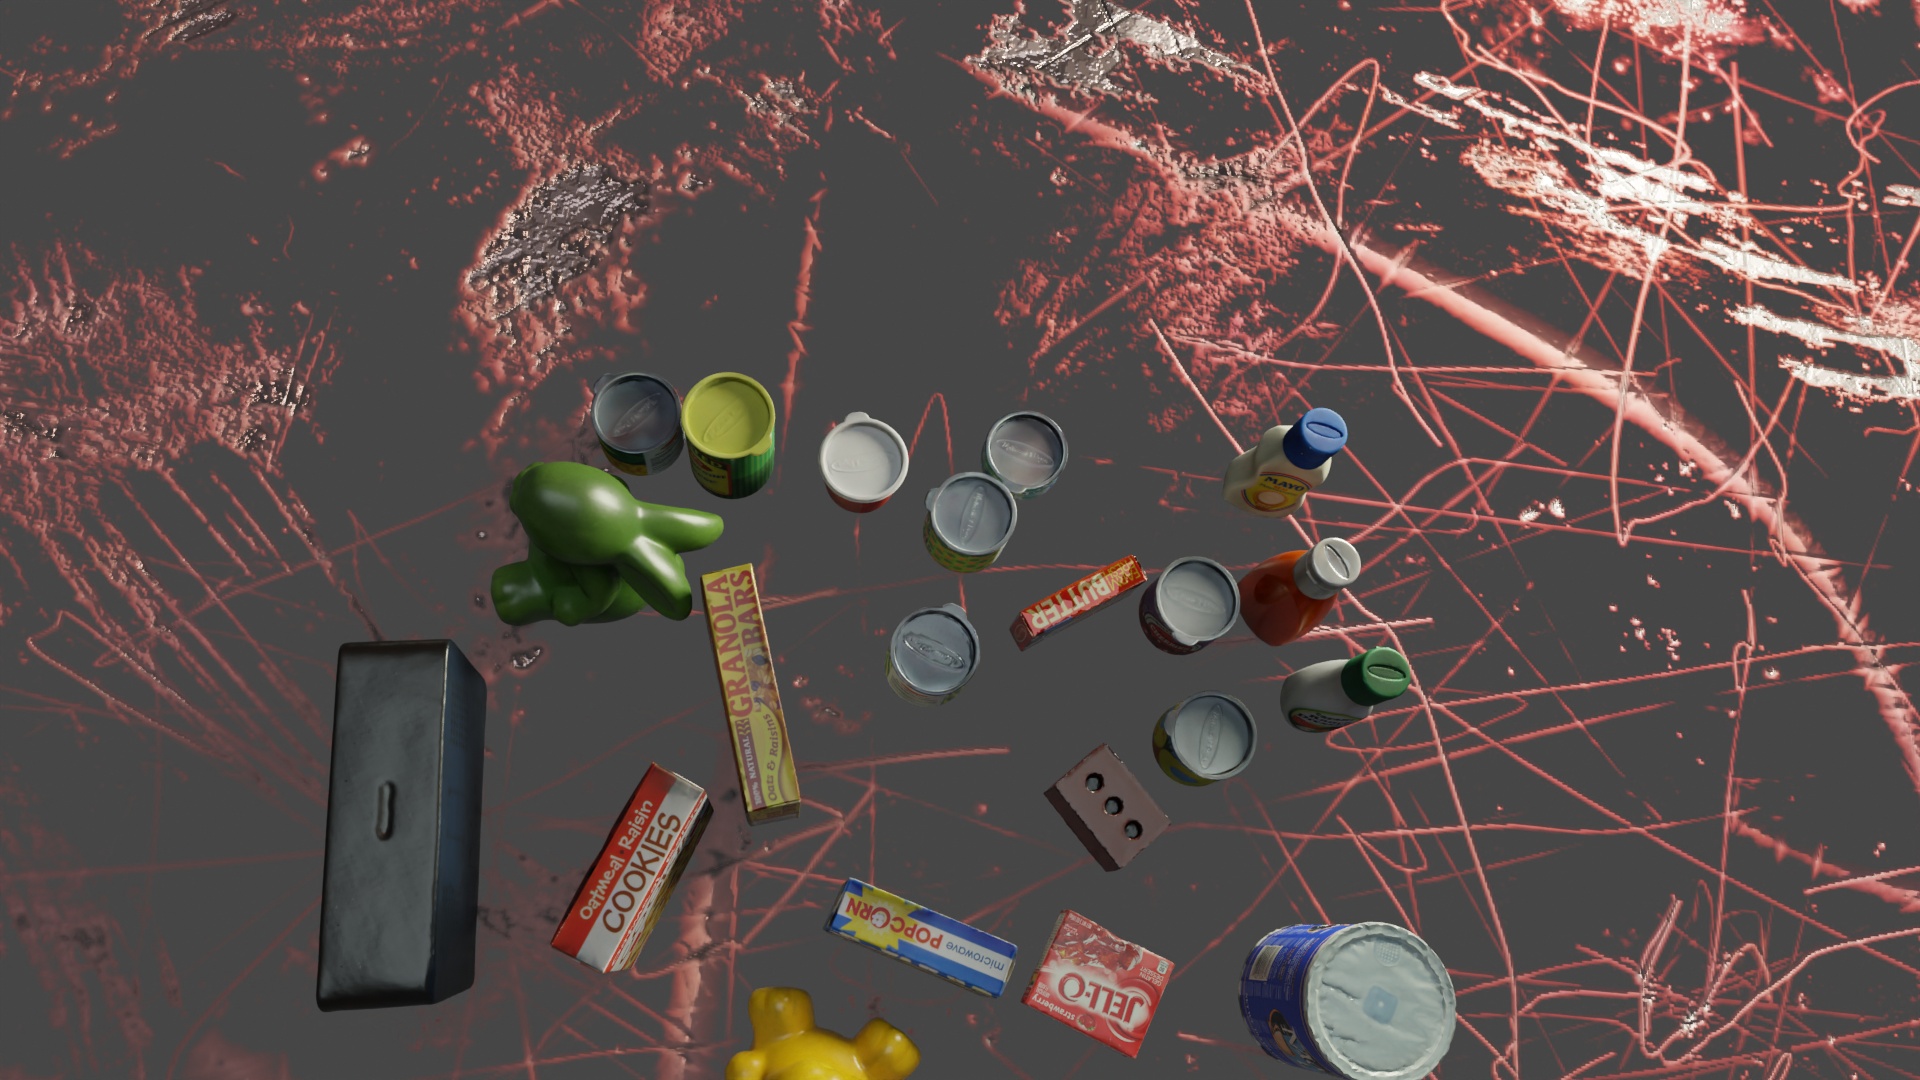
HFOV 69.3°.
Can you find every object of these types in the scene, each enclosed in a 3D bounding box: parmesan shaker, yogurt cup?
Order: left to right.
[{"bbox_3d":[-0.171,-0.074,1.041,0.071,0.102,0.071,2,74,-7],"label":"parmesan shaker"},{"bbox_3d":[-0.076,-0.054,1.074,0.072,0.053,0.072,2,73,-7],"label":"yogurt cup"}]

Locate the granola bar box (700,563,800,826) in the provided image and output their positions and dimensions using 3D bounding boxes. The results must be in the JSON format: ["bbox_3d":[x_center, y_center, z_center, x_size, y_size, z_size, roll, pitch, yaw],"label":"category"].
[{"bbox_3d":[-0.148,0.113,0.977,0.039,0.124,0.166,-11,76,-11],"label":"granola bar box"}]

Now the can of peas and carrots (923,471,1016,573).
[{"bbox_3d":[0.004,-0.013,1.070,0.071,0.058,0.071,2,73,-7],"label":"can of peas and carrots"}]

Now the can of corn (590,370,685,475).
[{"bbox_3d":[-0.247,-0.090,1.059,0.071,0.058,0.071,2,73,-7],"label":"can of corn"}]

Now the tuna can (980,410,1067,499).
[{"bbox_3d":[0.049,-0.065,1.105,0.071,0.032,0.071,2,73,-7],"label":"tuna can"}]

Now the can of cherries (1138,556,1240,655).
[{"bbox_3d":[0.174,0.053,1.073,0.071,0.058,0.071,2,73,-7],"label":"can of cherries"}]

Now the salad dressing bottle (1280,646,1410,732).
[{"bbox_3d":[0.283,0.110,1.024,0.064,0.147,0.044,12,73,-4],"label":"salad dressing bottle"}]

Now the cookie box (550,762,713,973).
[{"bbox_3d":[-0.211,0.218,0.914,0.040,0.167,0.123,26,72,1],"label":"cookie box"}]

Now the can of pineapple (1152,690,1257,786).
[{"bbox_3d":[0.181,0.149,1.045,0.071,0.057,0.071,2,73,-7],"label":"can of pineapple"}]

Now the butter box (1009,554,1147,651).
[{"bbox_3d":[0.090,0.048,1.066,0.104,0.053,0.024,-26,79,-14],"label":"butter box"}]

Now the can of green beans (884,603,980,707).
[{"bbox_3d":[-0.022,0.088,1.036,0.071,0.057,0.071,2,73,-7],"label":"can of green beans"}]

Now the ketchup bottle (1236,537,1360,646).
[{"bbox_3d":[0.253,0.036,1.041,0.043,0.148,0.065,-29,80,-14],"label":"ketchup bottle"}]

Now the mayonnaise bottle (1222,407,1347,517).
[{"bbox_3d":[0.252,-0.059,1.070,0.065,0.147,0.041,17,73,-3],"label":"mayonnaise bottle"}]

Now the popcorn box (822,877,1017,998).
[{"bbox_3d":[-0.030,0.277,0.964,0.127,0.085,0.038,23,72,-1],"label":"popcorn box"}]
